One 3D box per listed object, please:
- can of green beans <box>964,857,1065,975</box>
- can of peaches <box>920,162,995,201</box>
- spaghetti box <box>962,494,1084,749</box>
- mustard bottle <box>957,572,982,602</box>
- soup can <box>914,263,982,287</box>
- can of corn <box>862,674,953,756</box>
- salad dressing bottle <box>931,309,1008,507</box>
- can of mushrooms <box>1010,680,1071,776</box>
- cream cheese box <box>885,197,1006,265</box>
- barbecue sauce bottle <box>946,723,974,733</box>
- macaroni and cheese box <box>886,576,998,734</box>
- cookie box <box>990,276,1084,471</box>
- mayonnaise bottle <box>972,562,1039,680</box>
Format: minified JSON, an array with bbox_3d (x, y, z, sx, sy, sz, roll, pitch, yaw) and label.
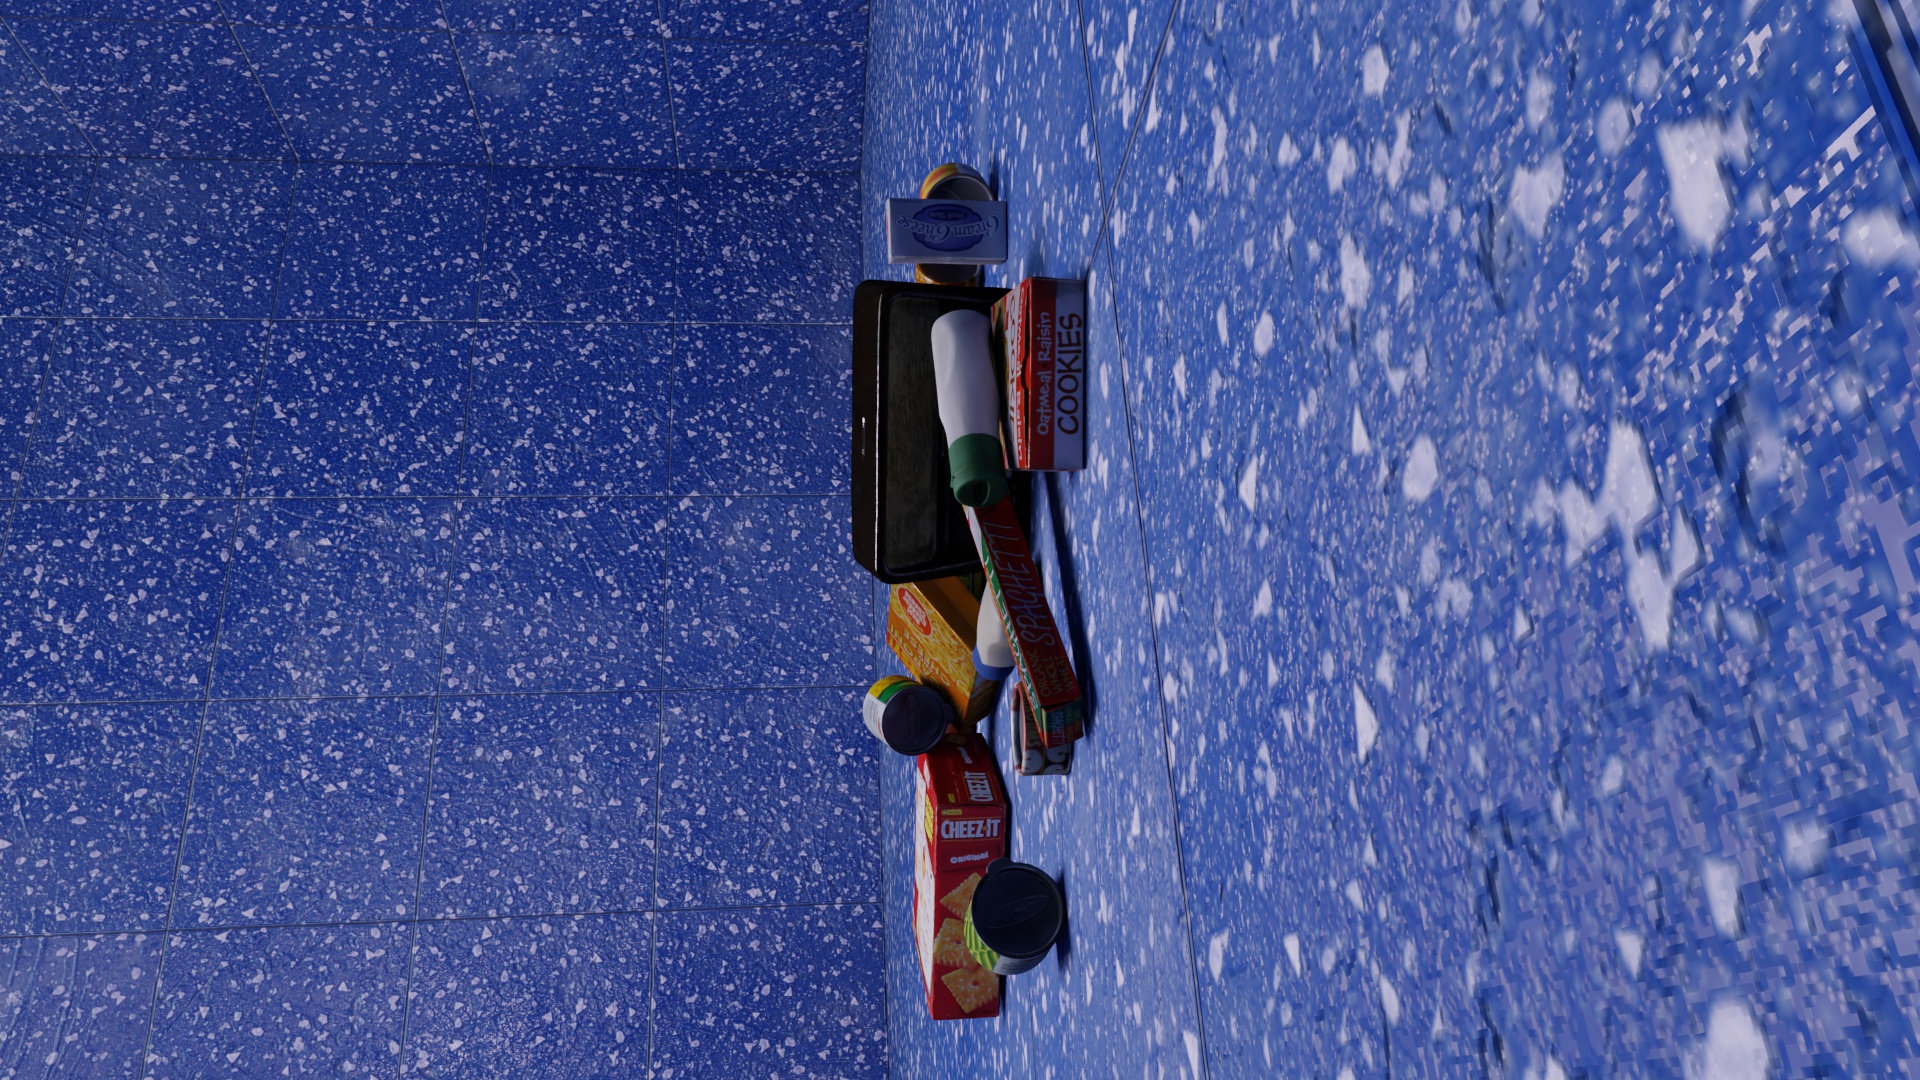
[{"bbox_3d":[0.037,0.267,0.978,0.057,0.071,0.071,101,167,-61],"label":"can of green beans"},{"bbox_3d":[-0.005,-0.309,1.281,0.058,0.071,0.071,-102,14,-64],"label":"can of peaches"},{"bbox_3d":[0.035,0.025,0.947,0.050,0.029,0.251,83,172,-50],"label":"spaghetti box"},{"bbox_3d":[-0.008,-0.001,1.368,0.049,0.065,0.160,-122,35,-85],"label":"mustard bottle"},{"bbox_3d":[-0.017,-0.245,1.384,0.083,0.071,0.072,98,169,-51],"label":"soup can"},{"bbox_3d":[-0.050,0.163,1.306,0.058,0.071,0.071,-166,75,-67],"label":"can of corn"},{"bbox_3d":[0.007,-0.092,0.961,0.064,0.044,0.148,99,168,-55],"label":"salad dressing bottle"},{"bbox_3d":[0.055,0.128,0.955,0.071,0.033,0.071,-177,87,-84],"label":"can of mushrooms"},{"bbox_3d":[-0.012,-0.267,1.200,0.024,0.104,0.053,177,91,-79],"label":"cream cheese box"},{"bbox_3d":[-0.008,0.183,1.459,0.064,0.044,0.149,111,158,-69],"label":"barbecue sauce bottle"},{"bbox_3d":[-0.014,0.092,1.281,0.124,0.040,0.165,50,157,21],"label":"macaroni and cheese box"},{"bbox_3d":[0.049,-0.109,0.956,0.167,0.040,0.123,-157,67,-83],"label":"cookie box"},{"bbox_3d":[0.035,0.068,1.099,0.147,0.041,0.065,100,168,-63],"label":"mayonnaise bottle"}]
